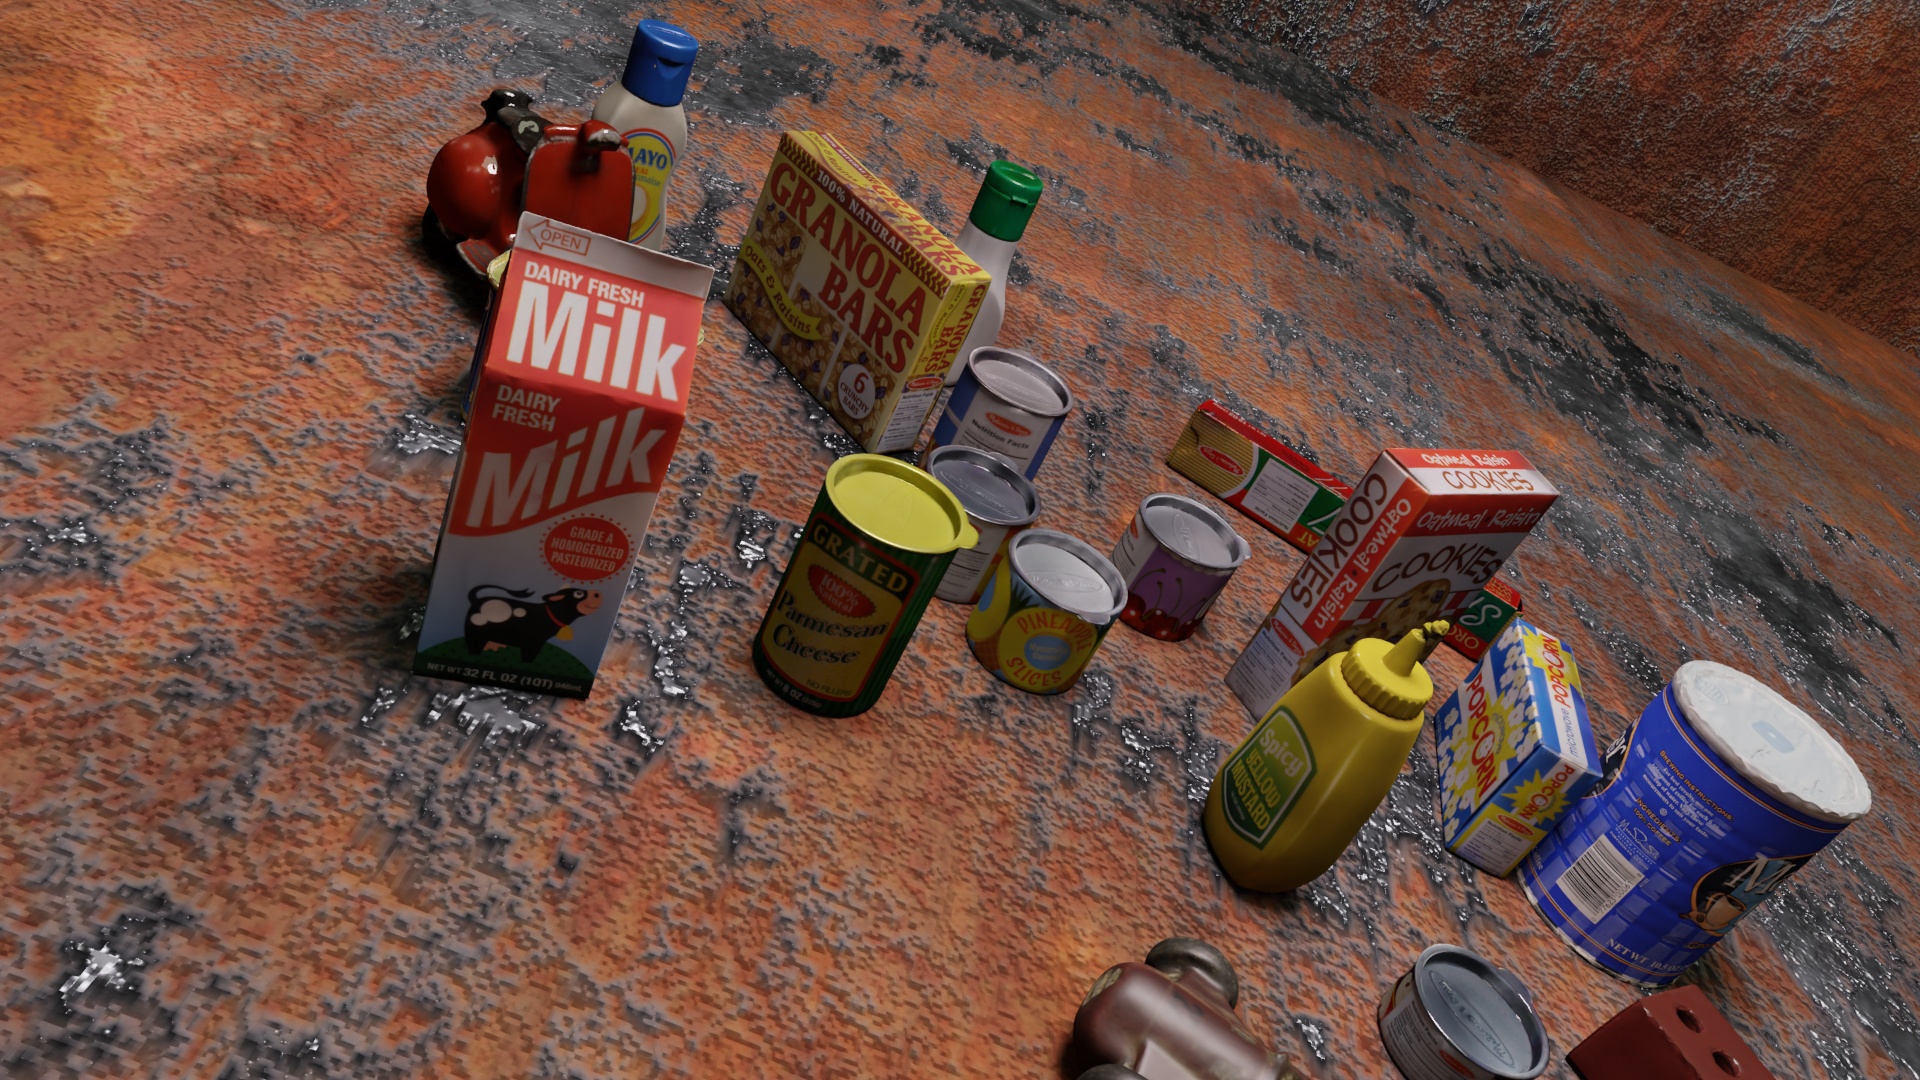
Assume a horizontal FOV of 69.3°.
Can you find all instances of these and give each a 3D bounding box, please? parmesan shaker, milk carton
[{"bbox_3d":[-0.044,0.023,0.623,0.071,0.102,0.072,19,32,-13],"label":"parmesan shaker"},{"bbox_3d":[-0.156,-0.034,0.539,0.072,0.189,0.074,13,34,-22],"label":"milk carton"}]

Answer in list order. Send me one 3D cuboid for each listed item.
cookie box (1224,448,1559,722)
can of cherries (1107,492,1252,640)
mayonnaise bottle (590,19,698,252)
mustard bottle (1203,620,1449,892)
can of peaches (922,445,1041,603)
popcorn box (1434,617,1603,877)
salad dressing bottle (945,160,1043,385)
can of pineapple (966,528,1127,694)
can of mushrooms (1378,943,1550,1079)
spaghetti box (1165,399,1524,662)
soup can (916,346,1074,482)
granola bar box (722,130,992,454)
[{"bbox_3d":[0.236,0.025,0.767,0.123,0.166,0.040,-2,42,-38],"label":"cookie box"},{"bbox_3d":[0.122,0.016,0.797,0.071,0.058,0.072,19,33,-13],"label":"can of cherries"},{"bbox_3d":[-0.198,-0.238,0.841,0.065,0.147,0.041,4,39,-33],"label":"mayonnaise bottle"},{"bbox_3d":[0.168,0.091,0.628,0.049,0.159,0.065,10,36,-26],"label":"mustard bottle"},{"bbox_3d":[0.003,-0.009,0.746,0.071,0.057,0.071,19,33,-13],"label":"can of peaches"},{"bbox_3d":[0.305,0.112,0.769,0.038,0.084,0.127,27,32,0],"label":"popcorn box"},{"bbox_3d":[0.008,-0.172,0.898,0.064,0.147,0.044,11,35,-25],"label":"salad dressing bottle"},{"bbox_3d":[0.043,0.037,0.710,0.071,0.057,0.071,19,33,-13],"label":"can of pineapple"},{"bbox_3d":[0.222,0.214,0.610,0.071,0.033,0.071,19,33,-13],"label":"can of mushrooms"},{"bbox_3d":[0.258,-0.008,0.940,0.250,0.050,0.029,34,32,11],"label":"spaghetti box"},{"bbox_3d":[0.019,-0.062,0.809,0.071,0.083,0.072,19,33,-13],"label":"soup can"},{"bbox_3d":[-0.066,-0.150,0.834,0.039,0.123,0.166,-11,48,-46],"label":"granola bar box"}]
